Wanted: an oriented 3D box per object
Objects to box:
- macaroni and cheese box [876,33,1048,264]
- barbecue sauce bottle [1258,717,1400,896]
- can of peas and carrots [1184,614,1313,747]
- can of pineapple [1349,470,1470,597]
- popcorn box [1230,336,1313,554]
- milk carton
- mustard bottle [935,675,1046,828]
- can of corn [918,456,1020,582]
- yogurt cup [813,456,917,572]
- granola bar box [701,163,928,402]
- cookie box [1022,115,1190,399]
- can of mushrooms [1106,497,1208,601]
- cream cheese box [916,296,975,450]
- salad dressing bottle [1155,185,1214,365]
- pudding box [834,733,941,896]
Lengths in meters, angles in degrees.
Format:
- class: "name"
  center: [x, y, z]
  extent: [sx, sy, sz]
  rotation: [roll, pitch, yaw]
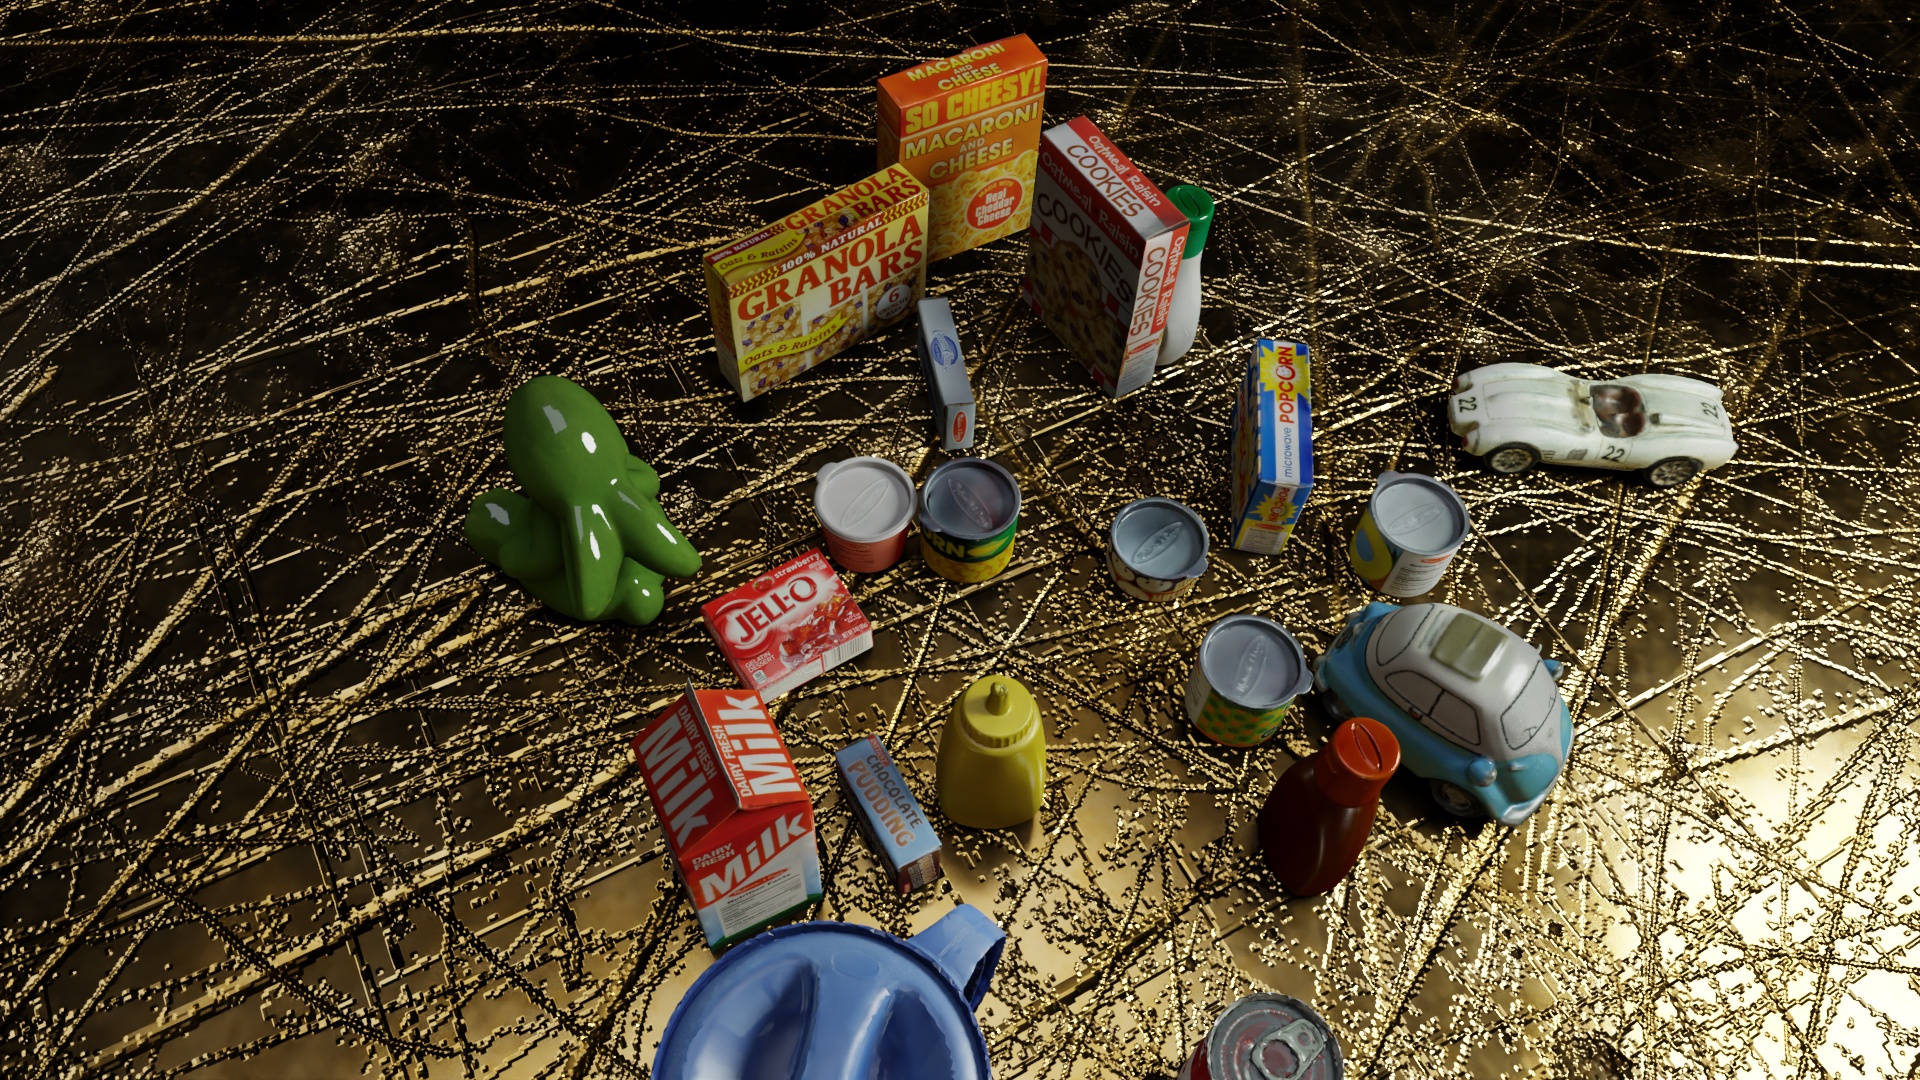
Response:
- class: "macaroni and cheese box"
  center: [-0.002, -0.291, 1.055]
  extent: [0.124, 0.165, 0.040]
  rotation: [-24, 61, -17]
- class: "barbecue sauce bottle"
  center: [0.208, 0.148, 0.786]
  extent: [0.044, 0.147, 0.065]
  rotation: [-12, 58, -10]
- class: "can of peas and carrots"
  center: [0.181, 0.090, 0.877]
  extent: [0.071, 0.058, 0.071]
  rotation: [1, 57, -2]
- class: "can of pineapple"
  center: [0.304, -0.004, 0.947]
  extent: [0.071, 0.057, 0.071]
  rotation: [1, 57, -2]
- class: "popcorn box"
  center: [0.215, -0.065, 0.966]
  extent: [0.038, 0.084, 0.127]
  rotation: [7, 56, 1]
- class: "milk carton"
  center: [-0.123, 0.146, 0.745]
  extent: [0.073, 0.189, 0.072]
  rotation: [-22, 61, -16]
- class: "mustard bottle"
  center: [0.020, 0.116, 0.791]
  extent: [0.065, 0.159, 0.049]
  rotation: [1, 57, -2]
- class: "can of corn"
  center: [0.003, -0.012, 0.935]
  extent: [0.071, 0.058, 0.071]
  rotation: [1, 57, -2]
- class: "yogurt cup"
  center: [-0.064, -0.014, 0.936]
  extent: [0.072, 0.053, 0.073]
  rotation: [1, 57, -2]
- class: "granola bar box"
  center: [-0.102, -0.186, 1.006]
  extent: [0.166, 0.123, 0.039]
  rotation: [-31, 64, -21]
- class: "cookie box"
  center: [0.101, -0.201, 1.001]
  extent: [0.040, 0.166, 0.123]
  rotation: [-27, 62, -19]
- class: "can of mushrooms"
  center: [0.135, 0.008, 0.944]
  extent: [0.071, 0.033, 0.071]
  rotation: [1, 56, -2]
- class: "cream cheese box"
  center: [-0.012, -0.122, 1.010]
  extent: [0.024, 0.053, 0.104]
  rotation: [-8, 57, -8]
- class: "salad dressing bottle"
  center: [0.152, -0.191, 1.008]
  extent: [0.044, 0.147, 0.064]
  rotation: [-18, 60, -14]
- class: "pudding box"
  center: [-0.043, 0.162, 0.822]
  extent: [0.030, 0.049, 0.084]
  rotation: [-24, 61, -17]
